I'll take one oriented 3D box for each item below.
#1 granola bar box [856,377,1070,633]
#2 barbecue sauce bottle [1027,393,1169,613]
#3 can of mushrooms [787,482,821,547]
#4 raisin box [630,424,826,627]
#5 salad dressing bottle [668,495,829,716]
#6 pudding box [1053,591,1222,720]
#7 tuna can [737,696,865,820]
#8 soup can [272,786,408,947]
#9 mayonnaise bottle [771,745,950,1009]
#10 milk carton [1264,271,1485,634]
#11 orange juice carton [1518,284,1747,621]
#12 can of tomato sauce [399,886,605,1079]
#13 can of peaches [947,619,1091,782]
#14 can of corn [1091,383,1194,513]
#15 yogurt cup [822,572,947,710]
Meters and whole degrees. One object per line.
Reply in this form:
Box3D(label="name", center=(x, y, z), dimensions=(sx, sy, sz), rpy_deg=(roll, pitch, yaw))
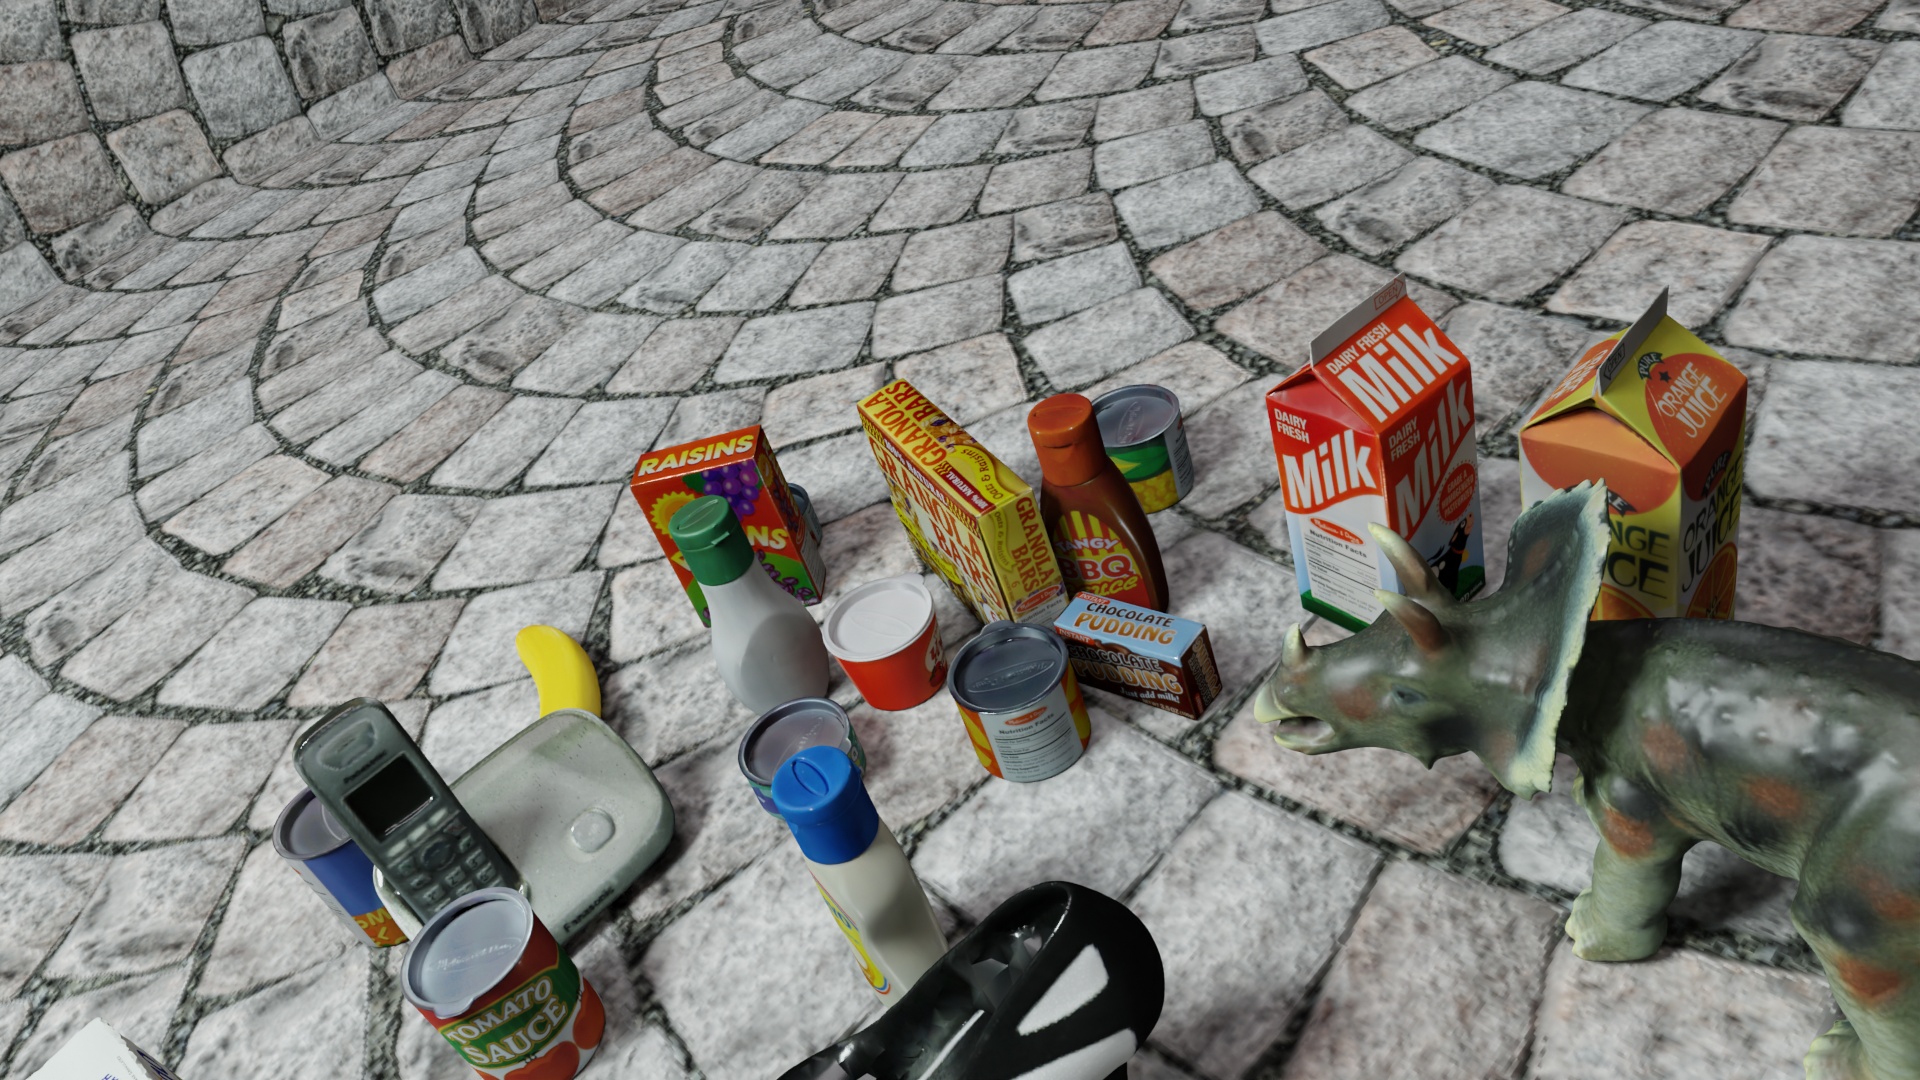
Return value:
Box3D(label="granola bar box", center=(0.003, -0.010, 0.830), dimensions=(0.039, 0.123, 0.166), rpy_deg=(-30, 37, -12))
Box3D(label="barbecue sauce bottle", center=(0.073, -0.013, 0.781), dimensions=(0.065, 0.147, 0.044), rpy_deg=(-4, 40, 22))
Box3D(label="can of mushrooms", center=(-0.134, -0.007, 0.965), dimensions=(0.071, 0.033, 0.071), rpy_deg=(-13, 37, 10))
Box3D(label="raisin box", center=(-0.147, -0.008, 0.898), dimensions=(0.086, 0.122, 0.040), rpy_deg=(-12, 37, 11))
Box3D(label="salad dressing bottle", center=(-0.122, 0.041, 0.804), dimensions=(0.064, 0.147, 0.044), rpy_deg=(-38, 40, -22))
Box3D(label="pudding box", center=(0.097, 0.061, 0.758), dimensions=(0.084, 0.049, 0.030), rpy_deg=(15, 49, 38))
Box3D(label="tuna can", center=(-0.086, 0.123, 0.779), dimensions=(0.071, 0.032, 0.071), rpy_deg=(-13, 37, 10))
Box3D(label="soup can", center=(-0.330, 0.176, 0.783), dimensions=(0.071, 0.083, 0.072), rpy_deg=(-13, 37, 10))
Box3D(label="mayonnaise bottle", center=(-0.043, 0.154, 0.623), dimensions=(0.041, 0.147, 0.065), rpy_deg=(-34, 39, -18))
Box3D(label="milk carton", center=(0.214, -0.040, 0.714), dimensions=(0.072, 0.189, 0.073), rpy_deg=(-37, 39, -21))
Box3D(label="orange juice carton", center=(0.310, -0.019, 0.641), dimensions=(0.073, 0.191, 0.072), rpy_deg=(21, 53, 42))
Box3D(label="can of tomato sauce", center=(-0.219, 0.222, 0.674), dimensions=(0.071, 0.082, 0.071), rpy_deg=(-13, 37, 10))
Box3D(label="can of peaches", center=(0.032, 0.086, 0.749), dimensions=(0.071, 0.057, 0.071), rpy_deg=(-13, 37, 10))
Box3D(label="can of corn", center=(0.111, -0.058, 0.895), dimensions=(0.071, 0.058, 0.071), rpy_deg=(-13, 37, 10))
Box3D(label="yogurt cup", center=(-0.041, 0.063, 0.816), dimensions=(0.072, 0.053, 0.073), rpy_deg=(-13, 37, 10))
